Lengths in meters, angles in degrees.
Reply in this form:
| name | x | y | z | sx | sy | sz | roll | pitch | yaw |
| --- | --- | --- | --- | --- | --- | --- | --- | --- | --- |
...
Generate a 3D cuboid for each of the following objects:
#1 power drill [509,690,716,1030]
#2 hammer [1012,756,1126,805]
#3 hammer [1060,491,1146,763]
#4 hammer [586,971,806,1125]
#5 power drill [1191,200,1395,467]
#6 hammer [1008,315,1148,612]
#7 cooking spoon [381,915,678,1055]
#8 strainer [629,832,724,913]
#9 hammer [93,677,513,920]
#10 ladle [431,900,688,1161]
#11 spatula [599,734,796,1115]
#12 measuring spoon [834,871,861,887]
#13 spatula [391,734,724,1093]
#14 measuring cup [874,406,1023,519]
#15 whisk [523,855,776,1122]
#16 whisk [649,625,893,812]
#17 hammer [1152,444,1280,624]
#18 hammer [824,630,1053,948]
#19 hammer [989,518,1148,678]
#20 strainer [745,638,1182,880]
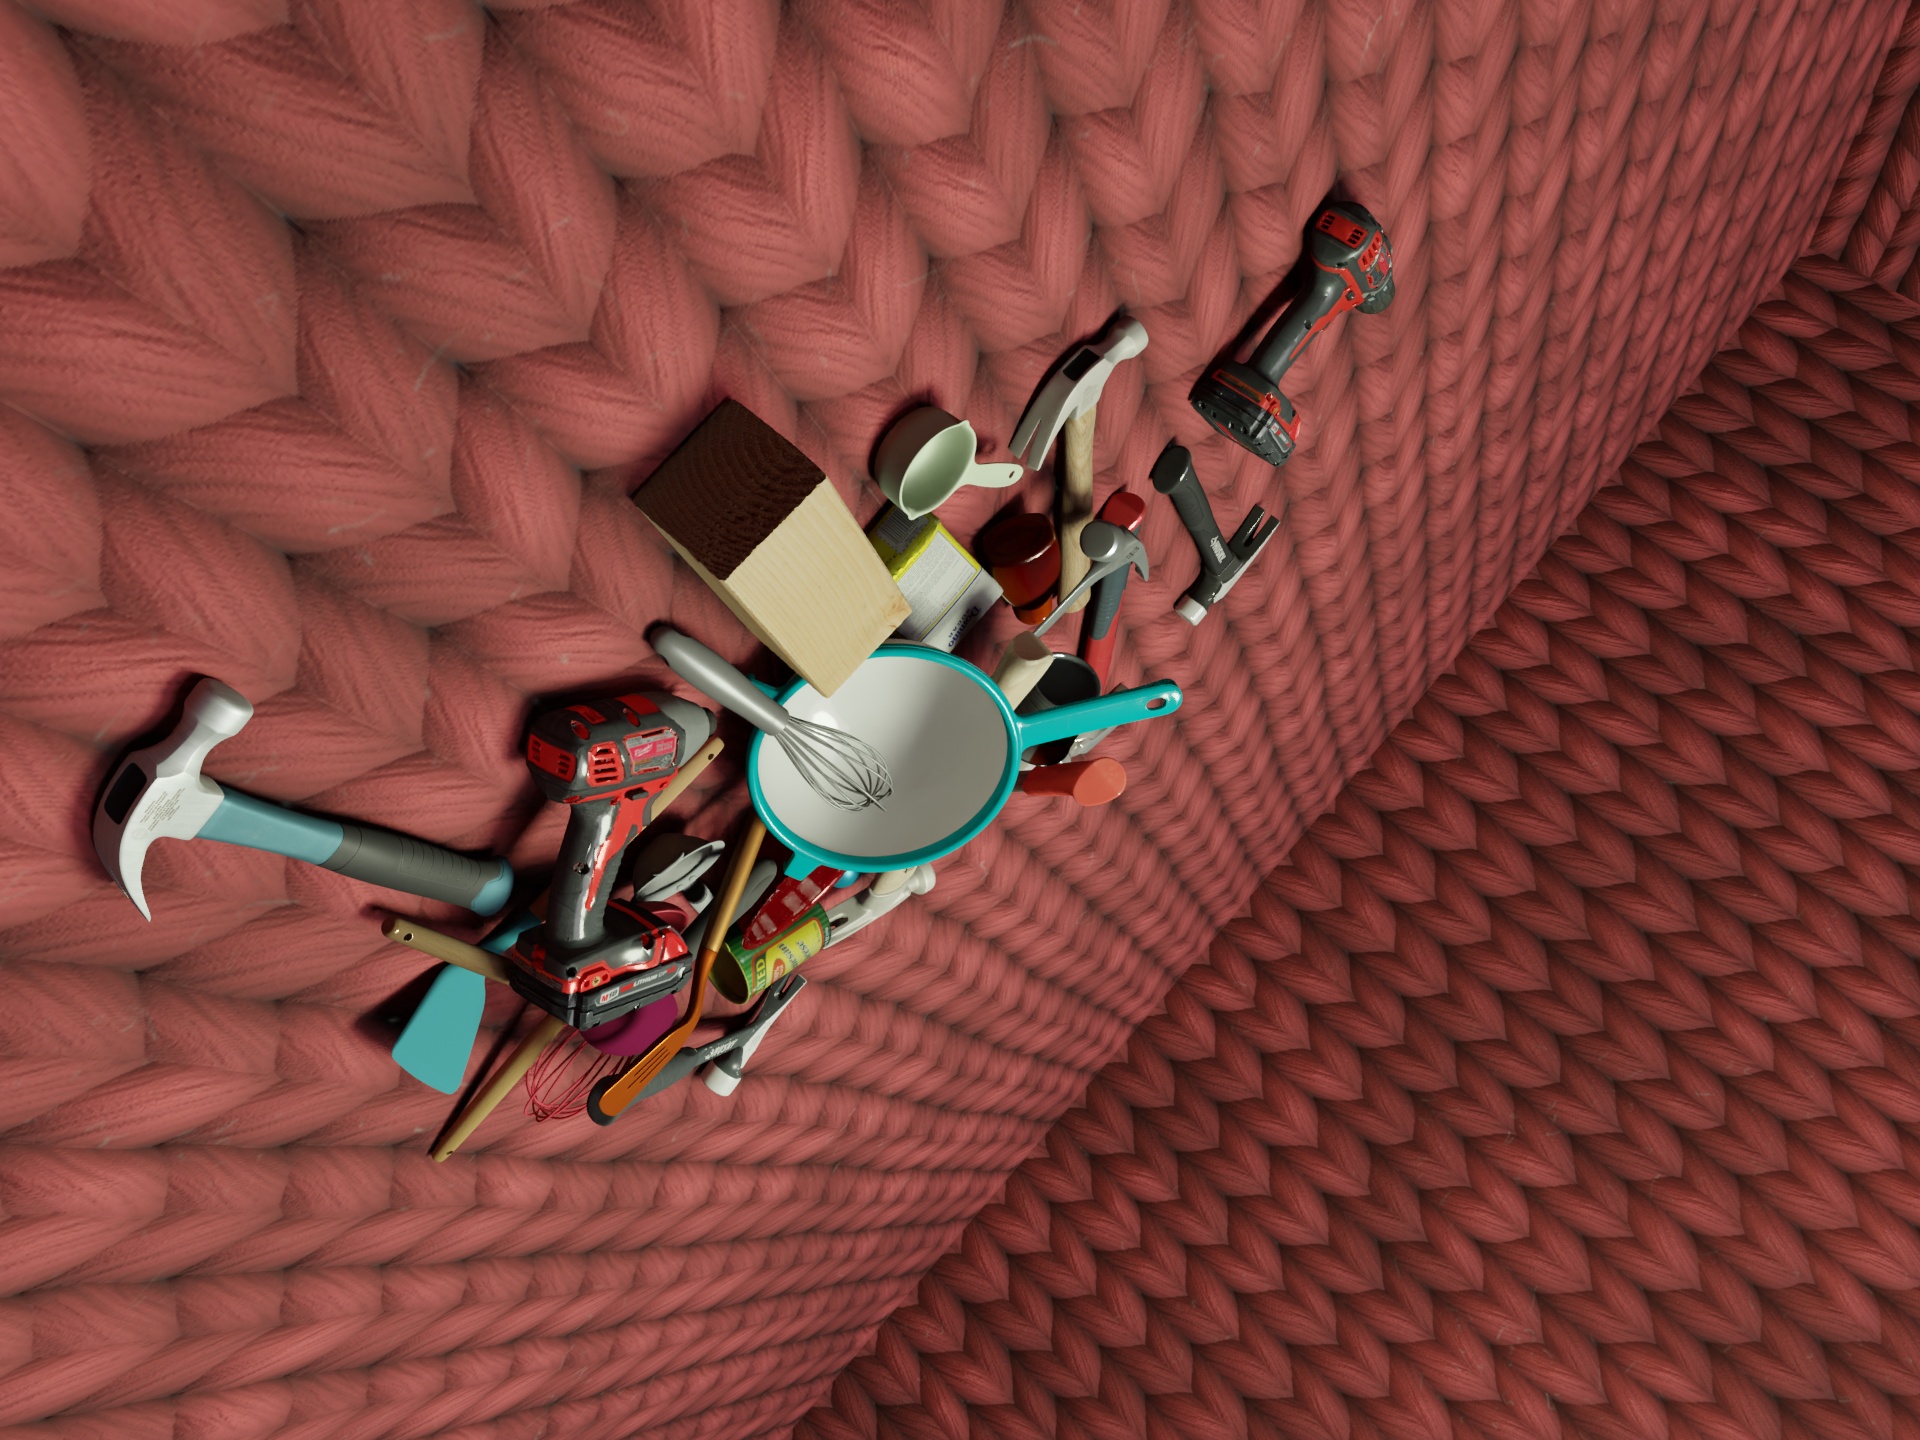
| name | x | y | z | sx | sy | sz | roll | pitch | yaw |
| --- | --- | --- | --- | --- | --- | --- | --- | --- | --- |
| power drill | -0.232 | 0.086 | 1.086 | 0.143 | 0.079 | 0.219 | -17 | 122 | -53 |
| hammer | 0.087 | 0.050 | 1.500 | 0.149 | 0.036 | 0.359 | -41 | -173 | -13 |
| hammer | 0.154 | -0.096 | 1.617 | 0.143 | 0.038 | 0.386 | -39 | 155 | -27 |
| hammer | -0.235 | 0.297 | 1.410 | 0.149 | 0.036 | 0.409 | -54 | 171 | 3 |
| power drill | 0.325 | -0.355 | 1.483 | 0.226 | 0.080 | 0.187 | -57 | 157 | 9 |
| hammer | 0.098 | -0.194 | 1.367 | 0.130 | 0.031 | 0.331 | -42 | 157 | -19 |
| cooking spoon | -0.299 | 0.190 | 1.141 | 0.069 | 0.017 | 0.318 | -53 | 146 | -4 |
| strainer | -0.219 | 0.135 | 1.288 | 0.087 | 0.050 | 0.258 | -35 | 161 | -9 |
| hammer | -0.362 | 0.073 | 0.931 | 0.128 | 0.033 | 0.330 | -50 | 158 | -1 |
| ladle | -0.321 | 0.243 | 1.240 | 0.315 | 0.031 | 0.069 | -47 | 146 | 17 |
| spatula | -0.194 | 0.151 | 1.221 | 0.081 | 0.041 | 0.323 | 97 | 12 | -68 |
| measuring spoon | -0.080 | 0.135 | 1.563 | 0.128 | 0.021 | 0.042 | -22 | 145 | -46 |
| spatula | -0.282 | 0.129 | 1.153 | 0.317 | 0.044 | 0.082 | -46 | 145 | -13 |
| measuring cup | -0.005 | -0.192 | 1.172 | 0.167 | 0.038 | 0.083 | -11 | 136 | -60 |
| whisk | -0.252 | 0.216 | 1.284 | 0.296 | 0.073 | 0.073 | -46 | 158 | 7 |
| whisk | -0.130 | 0.002 | 1.121 | 0.055 | 0.055 | 0.238 | -50 | 128 | 1 |
| hammer | 0.251 | -0.205 | 1.629 | 0.146 | 0.035 | 0.334 | -49 | 157 | 1 |
| hammer | -0.023 | 0.066 | 1.405 | 0.146 | 0.038 | 0.410 | -27 | 158 | -38 |
| hammer | 0.015 | -0.017 | 1.404 | 0.405 | 0.035 | 0.144 | -46 | 164 | 16 |
| strainer | -0.002 | -0.004 | 1.246 | 0.340 | 0.095 | 0.210 | -13 | 125 | -4 |
